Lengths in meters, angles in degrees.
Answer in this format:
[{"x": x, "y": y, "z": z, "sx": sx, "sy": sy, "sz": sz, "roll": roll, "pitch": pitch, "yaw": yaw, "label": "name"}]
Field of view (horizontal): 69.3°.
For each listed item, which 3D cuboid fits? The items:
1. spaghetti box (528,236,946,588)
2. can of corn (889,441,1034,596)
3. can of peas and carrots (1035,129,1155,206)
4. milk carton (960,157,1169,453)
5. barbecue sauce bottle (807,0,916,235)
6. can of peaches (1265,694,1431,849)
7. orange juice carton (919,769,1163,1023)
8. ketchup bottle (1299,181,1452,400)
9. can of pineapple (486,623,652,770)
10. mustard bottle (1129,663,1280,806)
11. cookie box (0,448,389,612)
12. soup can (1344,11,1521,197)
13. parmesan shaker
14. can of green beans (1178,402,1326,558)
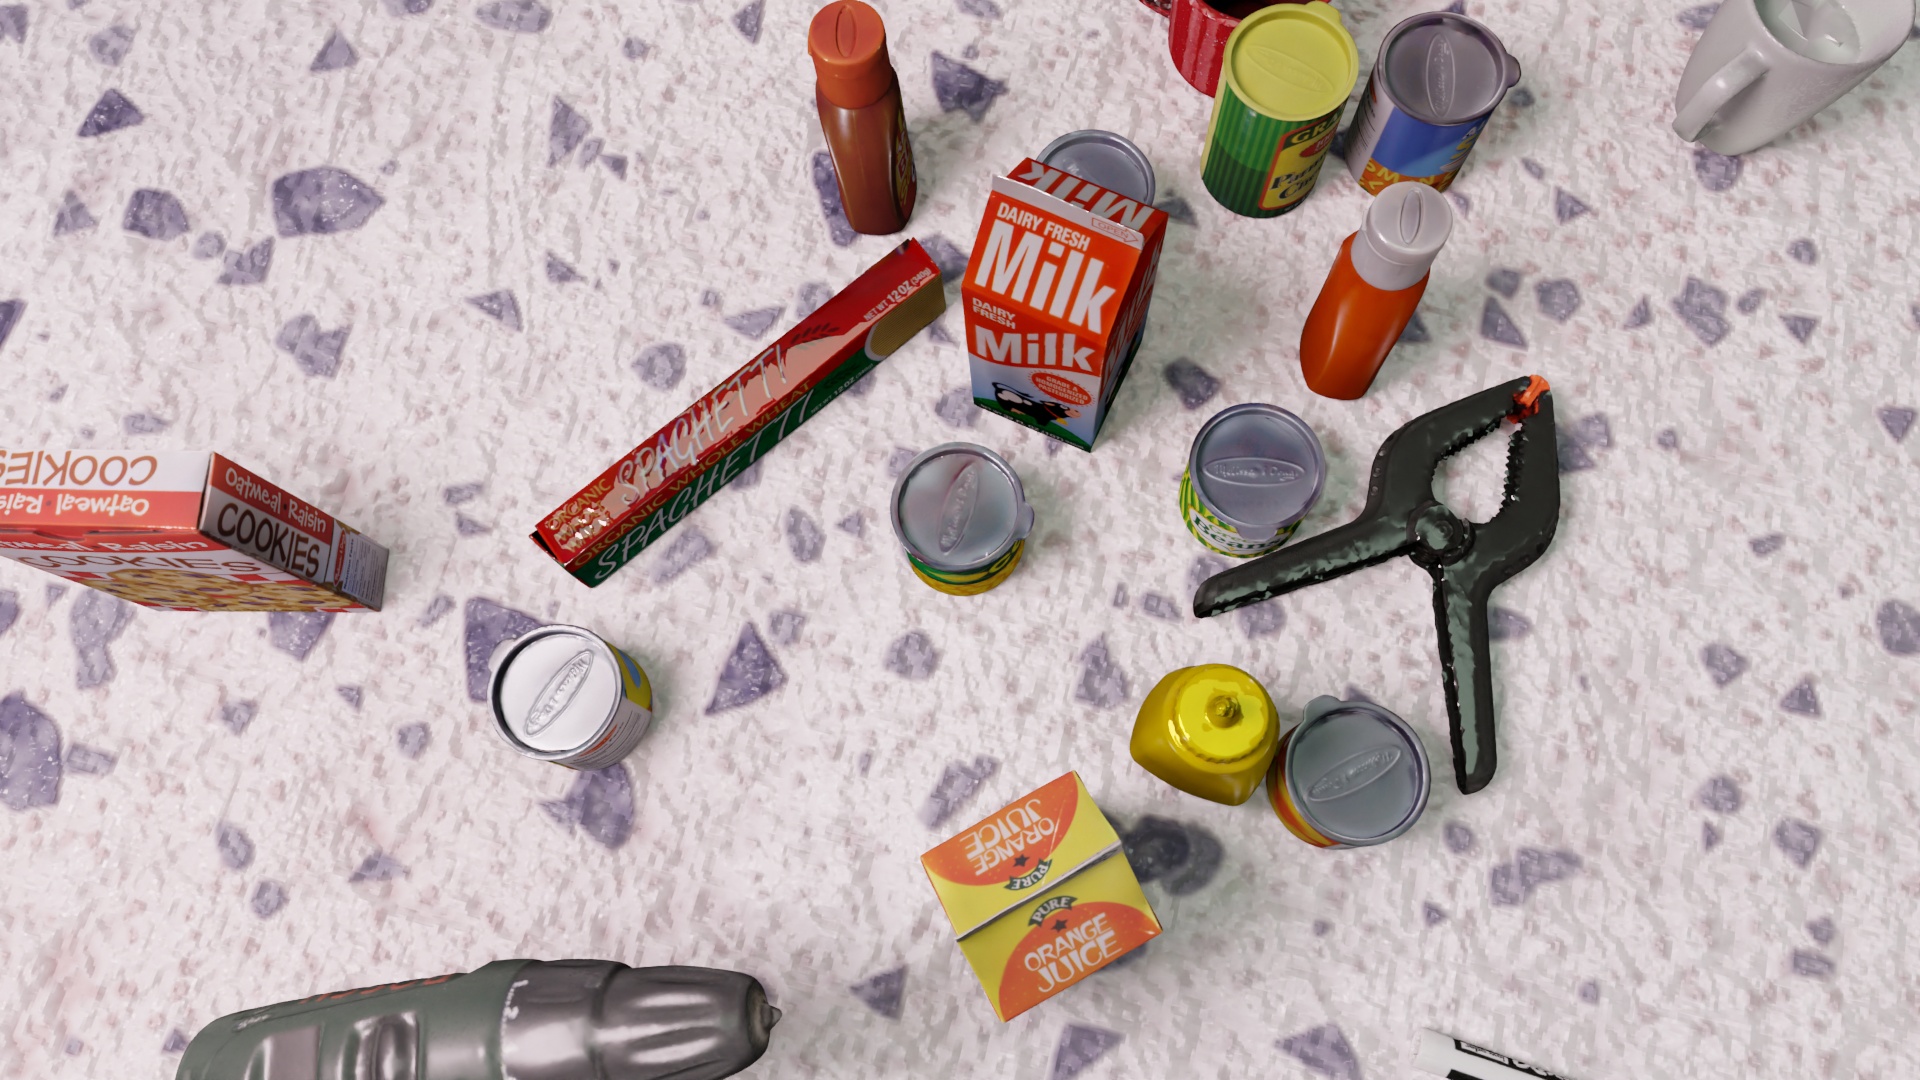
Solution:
[{"x": -0.111, "y": -0.066, "z": 0.730, "sx": 0.250, "sy": 0.050, "sz": 0.029, "roll": -39, "pitch": 76, "yaw": -8, "label": "spaghetti box"}, {"x": 0.003, "y": -0.009, "z": 0.703, "sx": 0.071, "sy": 0.058, "sz": 0.071, "roll": -1, "pitch": 74, "yaw": 3, "label": "can of corn"}, {"x": 0.067, "y": -0.175, "z": 0.746, "sx": 0.071, "sy": 0.058, "sz": 0.071, "roll": -1, "pitch": 74, "yaw": 3, "label": "can of peas and carrots"}, {"x": 0.049, "y": -0.115, "z": 0.662, "sx": 0.072, "sy": 0.190, "sz": 0.073, "roll": 24, "pitch": 77, "yaw": 9, "label": "milk carton"}, {"x": -0.050, "y": -0.218, "z": 0.718, "sx": 0.044, "sy": 0.148, "sz": 0.065, "roll": -1, "pitch": 75, "yaw": 3, "label": "barbecue sauce bottle"}, {"x": 0.181, "y": 0.111, "z": 0.660, "sx": 0.071, "sy": 0.058, "sz": 0.071, "roll": -1, "pitch": 74, "yaw": 3, "label": "can of peaches"}, {"x": 0.033, "y": 0.150, "z": 0.587, "sx": 0.072, "sy": 0.192, "sz": 0.073, "roll": -28, "pitch": 75, "yaw": -4, "label": "orange juice carton"}, {"x": 0.200, "y": -0.122, "z": 0.678, "sx": 0.043, "sy": 0.148, "sz": 0.065, "roll": 10, "pitch": 76, "yaw": 6, "label": "ketchup bottle"}, {"x": -0.193, "y": 0.077, "z": 0.689, "sx": 0.071, "sy": 0.057, "sz": 0.071, "roll": -1, "pitch": 74, "yaw": 3, "label": "can of pineapple"}, {"x": 0.112, "y": 0.084, "z": 0.618, "sx": 0.065, "sy": 0.160, "sz": 0.049, "roll": 23, "pitch": 77, "yaw": 9, "label": "mustard bottle"}, {"x": -0.372, "y": 0.000, "z": 0.664, "sx": 0.123, "sy": 0.167, "sz": 0.040, "roll": 0, "pitch": 75, "yaw": 3, "label": "cookie box"}, {"x": 0.248, "y": -0.227, "z": 0.739, "sx": 0.071, "sy": 0.083, "sz": 0.071, "roll": -1, "pitch": 75, "yaw": 3, "label": "soup can"}, {"x": 0.167, "y": -0.224, "z": 0.732, "sx": 0.071, "sy": 0.103, "sz": 0.071, "roll": -1, "pitch": 75, "yaw": 3, "label": "parmesan shaker"}, {"x": 0.145, "y": -0.029, "z": 0.701, "sx": 0.071, "sy": 0.057, "sz": 0.071, "roll": -1, "pitch": 74, "yaw": 3, "label": "can of green beans"}]
